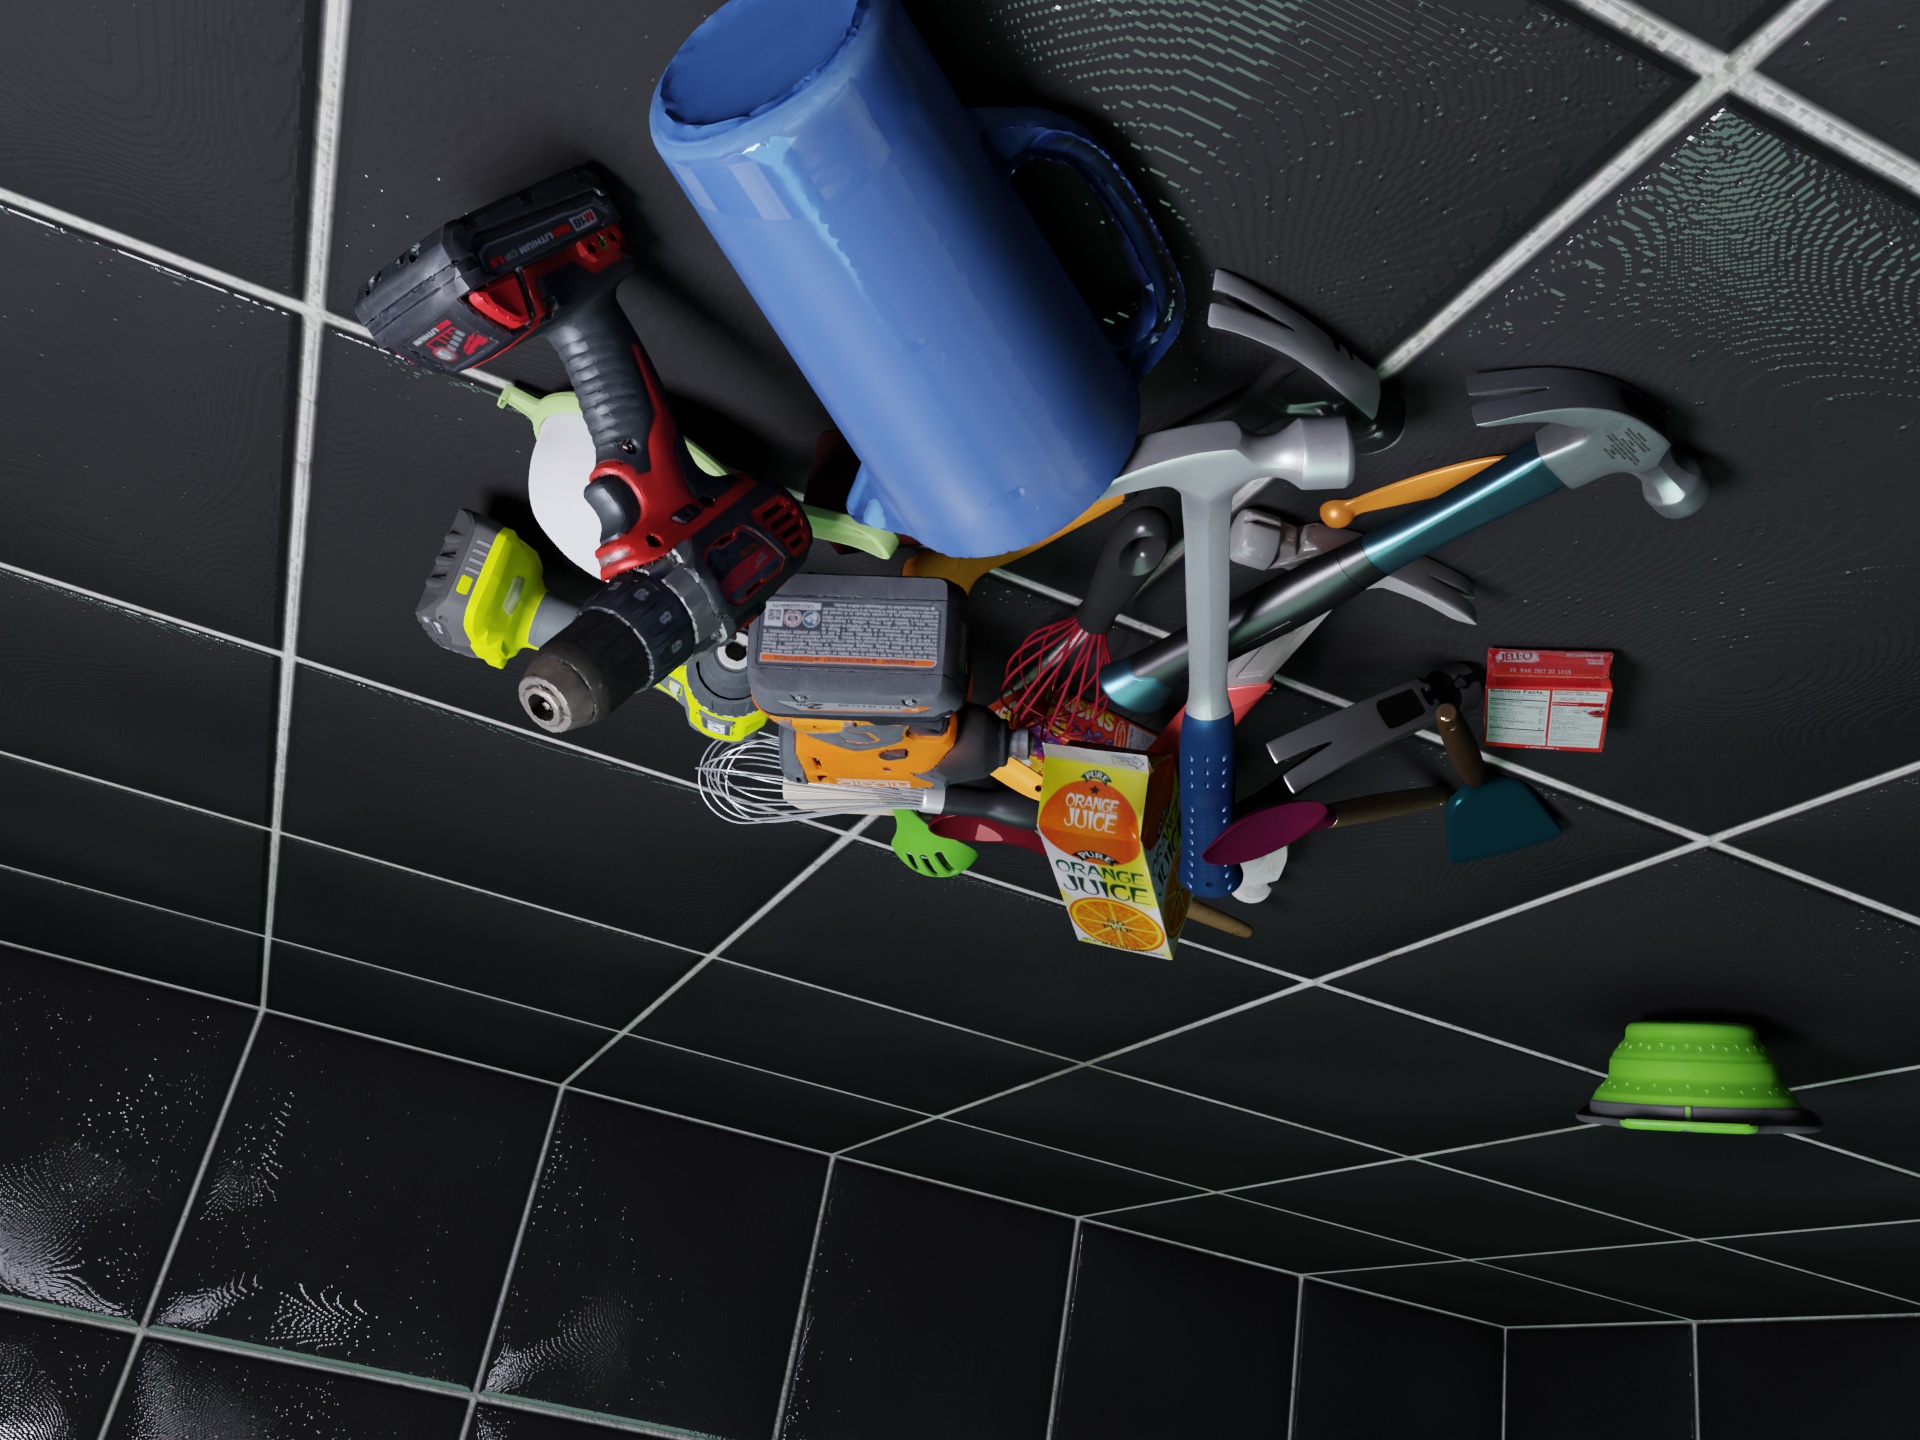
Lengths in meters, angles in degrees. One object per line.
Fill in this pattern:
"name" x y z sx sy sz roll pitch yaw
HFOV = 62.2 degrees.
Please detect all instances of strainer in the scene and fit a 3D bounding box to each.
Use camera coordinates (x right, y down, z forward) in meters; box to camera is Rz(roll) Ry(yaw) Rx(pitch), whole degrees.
"strainer" -0.151 -0.104 0.892 0.256 0.069 0.151 16 157 32

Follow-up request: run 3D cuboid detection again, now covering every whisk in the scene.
"whisk" 0.077 -0.055 0.960 0.073 0.073 0.295 13 158 -5
"whisk" -0.053 0.053 1.169 0.284 0.070 0.070 8 155 -15

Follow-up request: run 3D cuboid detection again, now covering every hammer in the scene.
"hammer" 0.211 -0.081 0.848 0.128 0.033 0.331 32 135 -33
"hammer" 0.133 -0.014 0.890 0.144 0.035 0.405 -3 144 7
"hammer" 0.069 -0.130 0.871 0.127 0.034 0.337 26 150 -30
"hammer" 0.173 -0.003 1.032 0.149 0.037 0.359 17 145 -11
"hammer" 0.207 0.059 1.098 0.146 0.035 0.334 -20 165 -27
"hammer" 0.058 0.075 1.287 0.410 0.038 0.146 9 153 5

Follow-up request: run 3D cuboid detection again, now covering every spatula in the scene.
"spatula" 0.342 0.041 1.048 0.082 0.044 0.317 -17 160 19

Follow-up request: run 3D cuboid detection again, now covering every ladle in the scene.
"ladle" 0.113 0.122 1.287 0.315 0.031 0.069 24 150 -24

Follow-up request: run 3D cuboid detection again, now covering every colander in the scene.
"colander" 0.708 0.337 1.525 0.204 0.094 0.396 -4 168 28

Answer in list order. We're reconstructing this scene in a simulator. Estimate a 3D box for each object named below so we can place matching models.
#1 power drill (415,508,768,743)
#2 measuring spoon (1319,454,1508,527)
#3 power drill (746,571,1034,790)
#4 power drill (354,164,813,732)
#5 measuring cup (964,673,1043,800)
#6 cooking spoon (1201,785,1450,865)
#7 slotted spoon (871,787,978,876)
"power drill" -0.223 -0.055 1.028 0.228 0.080 0.190 20 169 -6
"measuring spoon" 0.244 -0.120 0.846 0.117 0.011 0.021 -12 146 40
"power drill" -0.037 -0.012 0.951 0.164 0.084 0.226 2 163 3
"power drill" -0.180 -0.121 0.742 0.080 0.188 0.226 -15 113 40
"measuring cup" -0.002 -0.003 1.087 0.173 0.052 0.095 34 120 -19
"cooking spoon" 0.250 0.060 1.035 0.318 0.017 0.068 -3 145 -50
"slotted spoon" -0.065 0.046 1.222 0.070 0.031 0.313 -4 145 24
